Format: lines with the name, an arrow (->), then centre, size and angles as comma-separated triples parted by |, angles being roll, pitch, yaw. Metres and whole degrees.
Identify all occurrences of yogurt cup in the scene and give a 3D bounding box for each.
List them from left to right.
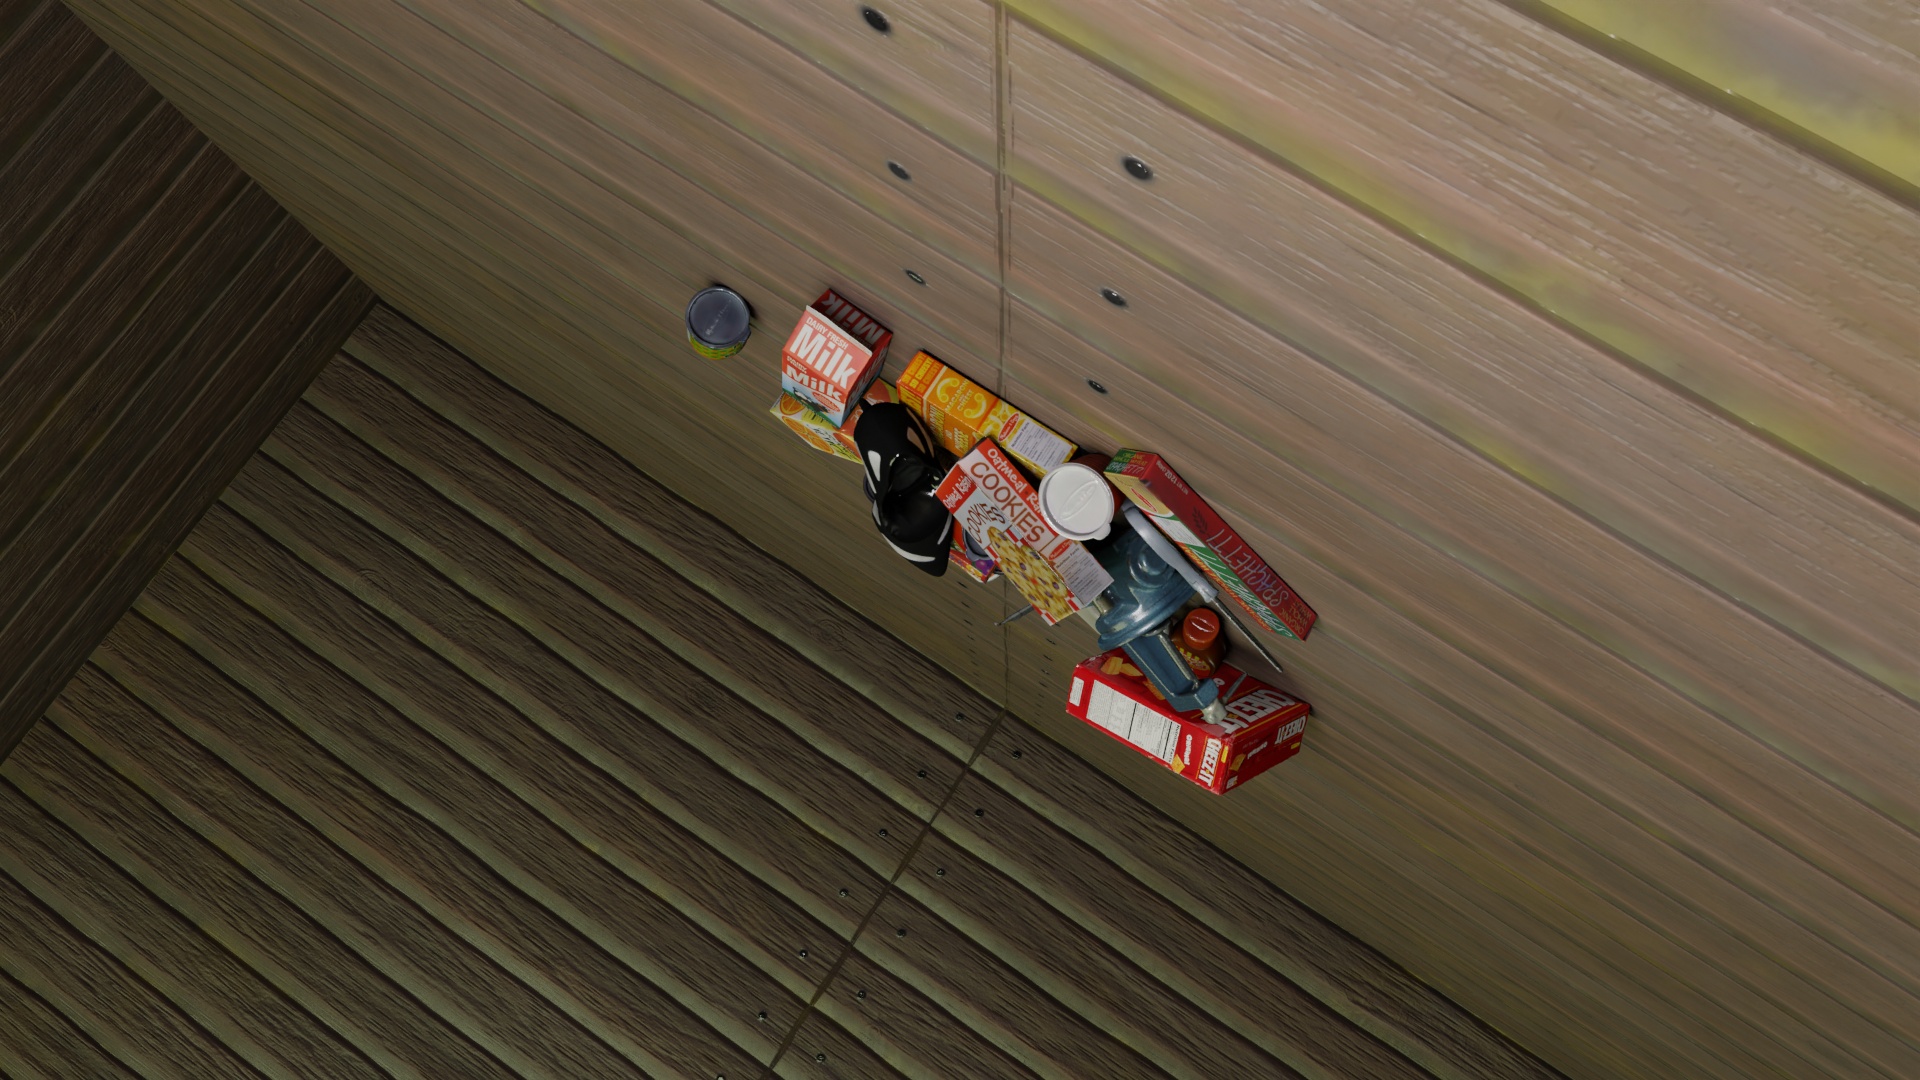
yogurt cup -> 0.107, -0.040, 1.175 | 0.072, 0.072, 0.054 | 31, -148, 15

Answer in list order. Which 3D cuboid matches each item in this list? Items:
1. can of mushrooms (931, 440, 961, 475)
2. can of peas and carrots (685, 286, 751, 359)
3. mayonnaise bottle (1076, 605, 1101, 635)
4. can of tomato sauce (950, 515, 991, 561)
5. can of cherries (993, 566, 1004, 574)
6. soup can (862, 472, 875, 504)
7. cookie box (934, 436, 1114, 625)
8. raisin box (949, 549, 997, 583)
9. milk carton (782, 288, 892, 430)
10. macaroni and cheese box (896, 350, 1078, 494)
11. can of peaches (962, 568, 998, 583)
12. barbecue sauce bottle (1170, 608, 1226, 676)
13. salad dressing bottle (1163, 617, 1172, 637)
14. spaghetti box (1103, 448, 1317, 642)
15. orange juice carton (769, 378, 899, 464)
can of mushrooms -> -0.023, -0.092, 1.457 | 0.071, 0.033, 0.071 | 34, 170, 7
can of peas and carrots -> -0.253, -0.227, 1.463 | 0.071, 0.071, 0.058 | 35, 170, -5
mayonnaise bottle -> 0.145, 0.062, 1.622 | 0.065, 0.041, 0.147 | 19, 161, 50
can of tomato sauce -> 0.005, -0.018, 1.457 | 0.071, 0.071, 0.083 | 42, 167, -35
can of cherries -> 0.038, 0.003, 1.614 | 0.071, 0.071, 0.058 | 39, 169, -26
soup can -> -0.074, -0.054, 1.684 | 0.071, 0.071, 0.083 | 30, 169, 21
cookie box -> 0.053, -0.006, 1.243 | 0.167, 0.040, 0.122 | 49, 165, 1
raisin box -> 0.000, -0.022, 1.553 | 0.123, 0.086, 0.040 | 33, 167, 5
milk carton -> -0.115, -0.169, 1.280 | 0.072, 0.073, 0.190 | 35, 169, -1
macaroni and cheese box -> 0.023, -0.098, 1.267 | 0.166, 0.040, 0.123 | 33, 170, 6
can of peaches -> 0.022, 0.007, 1.682 | 0.058, 0.071, 0.071 | 40, 168, -30
barbecue sauce bottle -> 0.253, 0.106, 1.478 | 0.065, 0.044, 0.148 | 28, 168, 13
salad dressing bottle -> 0.189, 0.084, 1.511 | 0.064, 0.044, 0.148 | 22, -177, -6
spaghetti box -> 0.216, 0.007, 1.180 | 0.249, 0.029, 0.050 | 40, 168, -30
orange juice carton -> -0.112, -0.130, 1.452 | 0.073, 0.072, 0.193 | 41, 168, -36
